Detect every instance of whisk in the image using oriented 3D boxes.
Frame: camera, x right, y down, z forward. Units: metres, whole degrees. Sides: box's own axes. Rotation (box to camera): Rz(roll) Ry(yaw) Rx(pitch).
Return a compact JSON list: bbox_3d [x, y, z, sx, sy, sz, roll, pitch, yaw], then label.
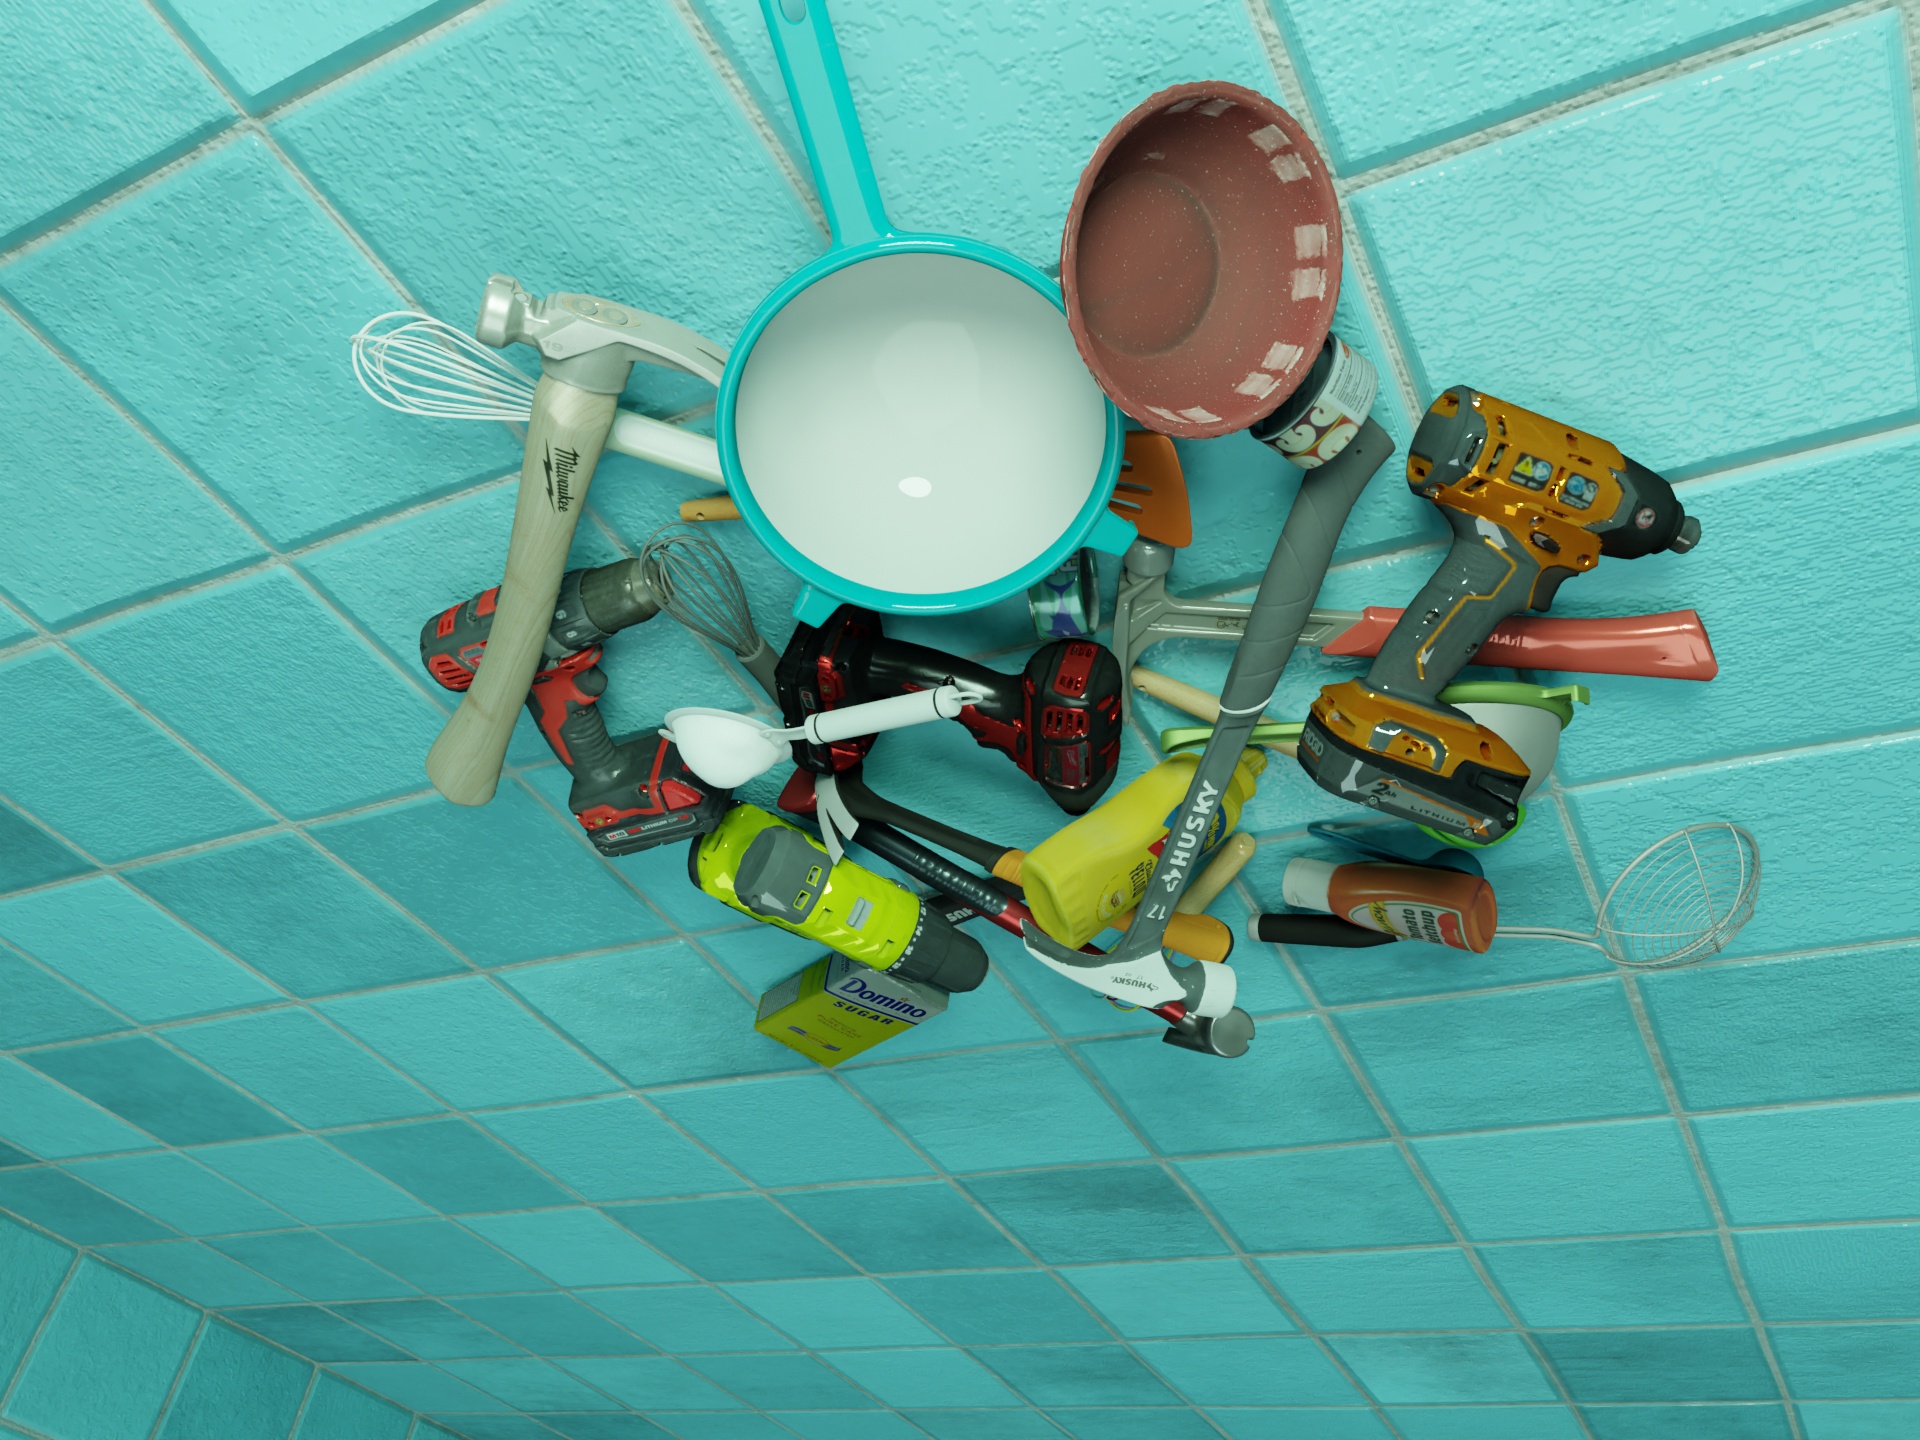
[{"bbox_3d":[-0.233,-0.182,0.935,0.246,0.058,0.059,16,175,-14],"label":"whisk"},{"bbox_3d":[0.166,0.161,1.266,0.051,0.047,0.244,10,138,-19],"label":"whisk"},{"bbox_3d":[-0.139,-0.051,1.069,0.055,0.055,0.238,-9,144,23],"label":"whisk"}]

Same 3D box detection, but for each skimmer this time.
[{"bbox_3d":[0.394,0.133,1.186,0.363,0.090,0.127,-4,136,33],"label":"skimmer"}]

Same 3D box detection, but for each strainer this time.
[{"bbox_3d":[-0.037,-0.219,0.817,0.211,0.095,0.340,-13,122,8],"label":"strainer"},{"bbox_3d":[0.256,0.030,1.001,0.256,0.069,0.151,-3,164,2],"label":"strainer"},{"bbox_3d":[-0.098,0.008,1.009,0.258,0.050,0.086,-12,148,31],"label":"strainer"}]

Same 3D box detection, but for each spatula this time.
[{"bbox_3d":[-0.023,-0.133,0.949,0.322,0.041,0.080,-3,133,18],"label":"spatula"}]

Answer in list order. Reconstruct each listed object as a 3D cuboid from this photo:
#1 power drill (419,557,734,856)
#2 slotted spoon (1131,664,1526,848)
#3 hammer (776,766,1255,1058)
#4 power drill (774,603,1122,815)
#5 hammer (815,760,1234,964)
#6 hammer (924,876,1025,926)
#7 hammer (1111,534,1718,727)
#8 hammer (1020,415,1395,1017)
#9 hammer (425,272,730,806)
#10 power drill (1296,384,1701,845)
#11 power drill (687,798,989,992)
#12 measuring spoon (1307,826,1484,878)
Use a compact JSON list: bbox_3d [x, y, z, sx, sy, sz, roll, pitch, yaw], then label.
[{"bbox_3d":[-0.242,-0.015,1.117,0.188,0.080,0.226,-16,130,21],"label":"power drill"},{"bbox_3d":[0.251,0.027,1.092,0.313,0.031,0.070,22,148,-12],"label":"slotted spoon"},{"bbox_3d":[0.034,0.147,1.204,0.386,0.038,0.143,31,167,-6],"label":"hammer"},{"bbox_3d":[-0.002,-0.003,1.044,0.220,0.079,0.143,11,142,14],"label":"power drill"},{"bbox_3d":[0.053,0.112,1.138,0.336,0.127,0.034,23,110,-17],"label":"hammer"},{"bbox_3d":[0.051,0.132,1.259,0.335,0.035,0.146,-24,129,35],"label":"hammer"},{"bbox_3d":[0.274,-0.046,0.982,0.359,0.037,0.149,5,133,6],"label":"hammer"},{"bbox_3d":[0.158,0.004,0.949,0.149,0.036,0.408,12,116,-12],"label":"hammer"},{"bbox_3d":[-0.257,-0.081,0.984,0.146,0.038,0.410,14,134,-18],"label":"hammer"},{"bbox_3d":[0.298,-0.052,0.879,0.164,0.084,0.226,18,105,-9],"label":"power drill"},{"bbox_3d":[-0.095,0.131,1.165,0.190,0.080,0.229,30,171,-24],"label":"power drill"},{"bbox_3d":[0.317,0.091,1.154,0.129,0.021,0.042,17,162,18],"label":"measuring spoon"}]
